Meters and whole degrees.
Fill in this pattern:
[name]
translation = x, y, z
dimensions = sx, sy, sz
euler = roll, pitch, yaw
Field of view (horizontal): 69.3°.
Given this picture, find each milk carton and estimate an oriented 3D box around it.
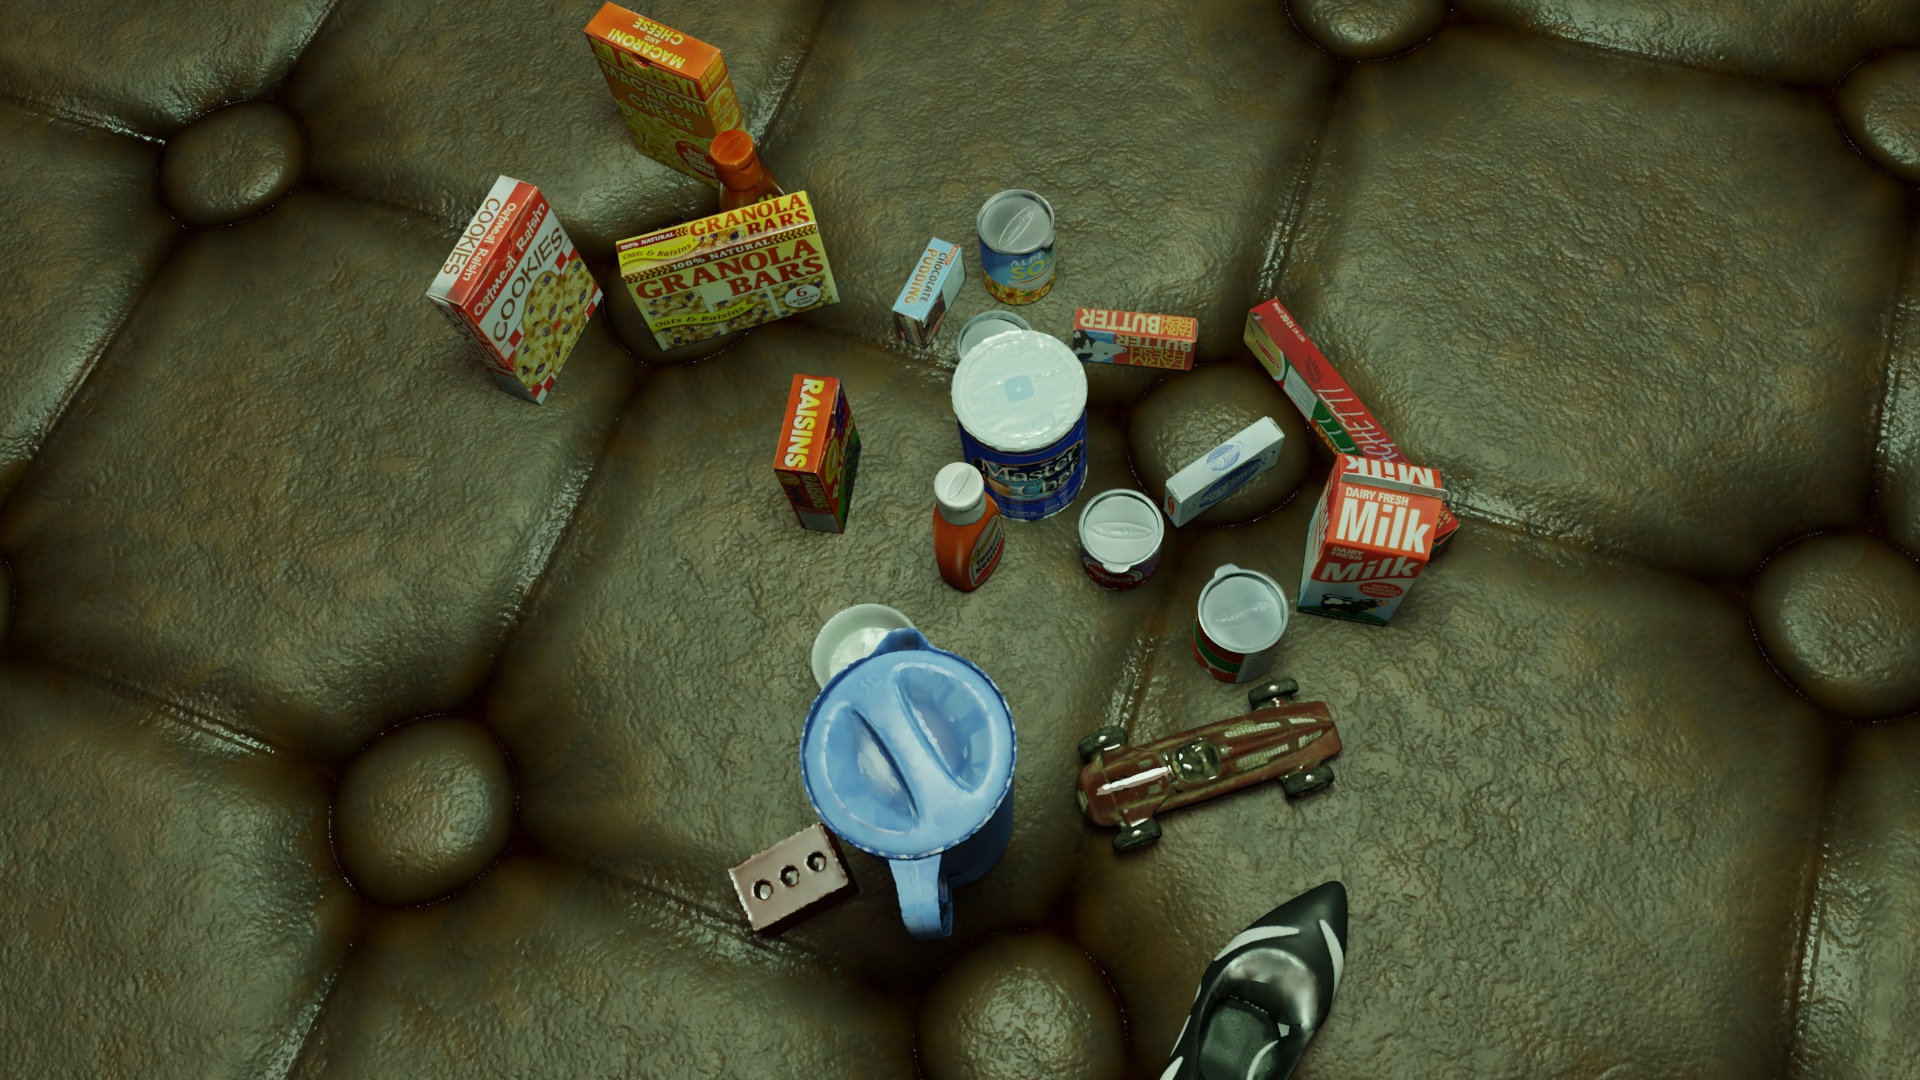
[milk carton]
translation = 0.300, -0.005, 1.021
dimensions = 0.072, 0.190, 0.074
euler = 10, 69, 9

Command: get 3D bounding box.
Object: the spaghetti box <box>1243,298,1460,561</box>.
[spaghetti box]
translation = 0.315, -0.091, 1.132
dimensions = 0.029, 0.050, 0.251
euler = -30, 68, -7

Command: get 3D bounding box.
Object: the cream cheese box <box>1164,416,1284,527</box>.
[cream cheese box]
translation = 0.212, -0.055, 1.125
dimensions = 0.104, 0.053, 0.024
euler = -33, 69, -8

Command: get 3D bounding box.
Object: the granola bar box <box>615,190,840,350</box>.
[granola bar box]
translation = -0.197, -0.231, 1.197
dimensions = 0.166, 0.123, 0.039
euler = -16, 67, -1

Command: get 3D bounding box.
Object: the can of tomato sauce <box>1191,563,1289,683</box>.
[can of tomato sauce]
translation = 0.210, 0.065, 1.058
dimensions = 0.071, 0.082, 0.071
euler = -2, 67, 5

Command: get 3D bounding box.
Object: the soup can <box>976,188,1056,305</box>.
[soup can]
translation = 0.052, -0.252, 1.205
dimensions = 0.071, 0.083, 0.071
euler = -2, 67, 5

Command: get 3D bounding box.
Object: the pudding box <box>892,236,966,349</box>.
[pudding box]
translation = -0.027, -0.217, 1.216
dimensions = 0.030, 0.049, 0.084
euler = 22, 71, 14

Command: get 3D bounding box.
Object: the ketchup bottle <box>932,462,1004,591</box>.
[ketchup bottle]
translation = 0.004, -0.013, 1.074
dimensions = 0.043, 0.148, 0.065
euler = 28, 73, 15

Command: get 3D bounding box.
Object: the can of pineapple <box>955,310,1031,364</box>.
[can of pineapple]
translation = 0.031, -0.151, 1.179
dimensions = 0.071, 0.057, 0.071
euler = -2, 67, 5

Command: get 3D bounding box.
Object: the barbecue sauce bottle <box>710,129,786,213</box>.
[barbecue sauce bottle]
translation = -0.183, -0.297, 1.210
dimensions = 0.065, 0.148, 0.044
euler = -44, 71, -12

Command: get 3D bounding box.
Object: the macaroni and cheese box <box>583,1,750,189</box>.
[macaroni and cheese box]
translation = -0.254, -0.390, 1.246
dimensions = 0.124, 0.166, 0.040
euler = 27, 73, 15

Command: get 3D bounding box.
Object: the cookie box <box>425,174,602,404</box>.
[cookie box]
translation = -0.372, -0.209, 1.180
dimensions = 0.040, 0.167, 0.123
euler = 19, 71, 12

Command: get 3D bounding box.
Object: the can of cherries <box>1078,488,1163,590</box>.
[can of cherries]
translation = 0.126, 0.002, 1.105
dimensions = 0.071, 0.058, 0.072
euler = -2, 67, 5

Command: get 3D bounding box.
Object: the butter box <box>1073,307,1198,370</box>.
[butter box]
translation = 0.148, -0.171, 1.179
dimensions = 0.103, 0.053, 0.024
euler = 6, 69, 8

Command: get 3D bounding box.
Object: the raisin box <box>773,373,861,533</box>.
[raisin box]
translation = -0.113, -0.068, 1.121
dimensions = 0.040, 0.123, 0.086
euler = 7, 69, 8
